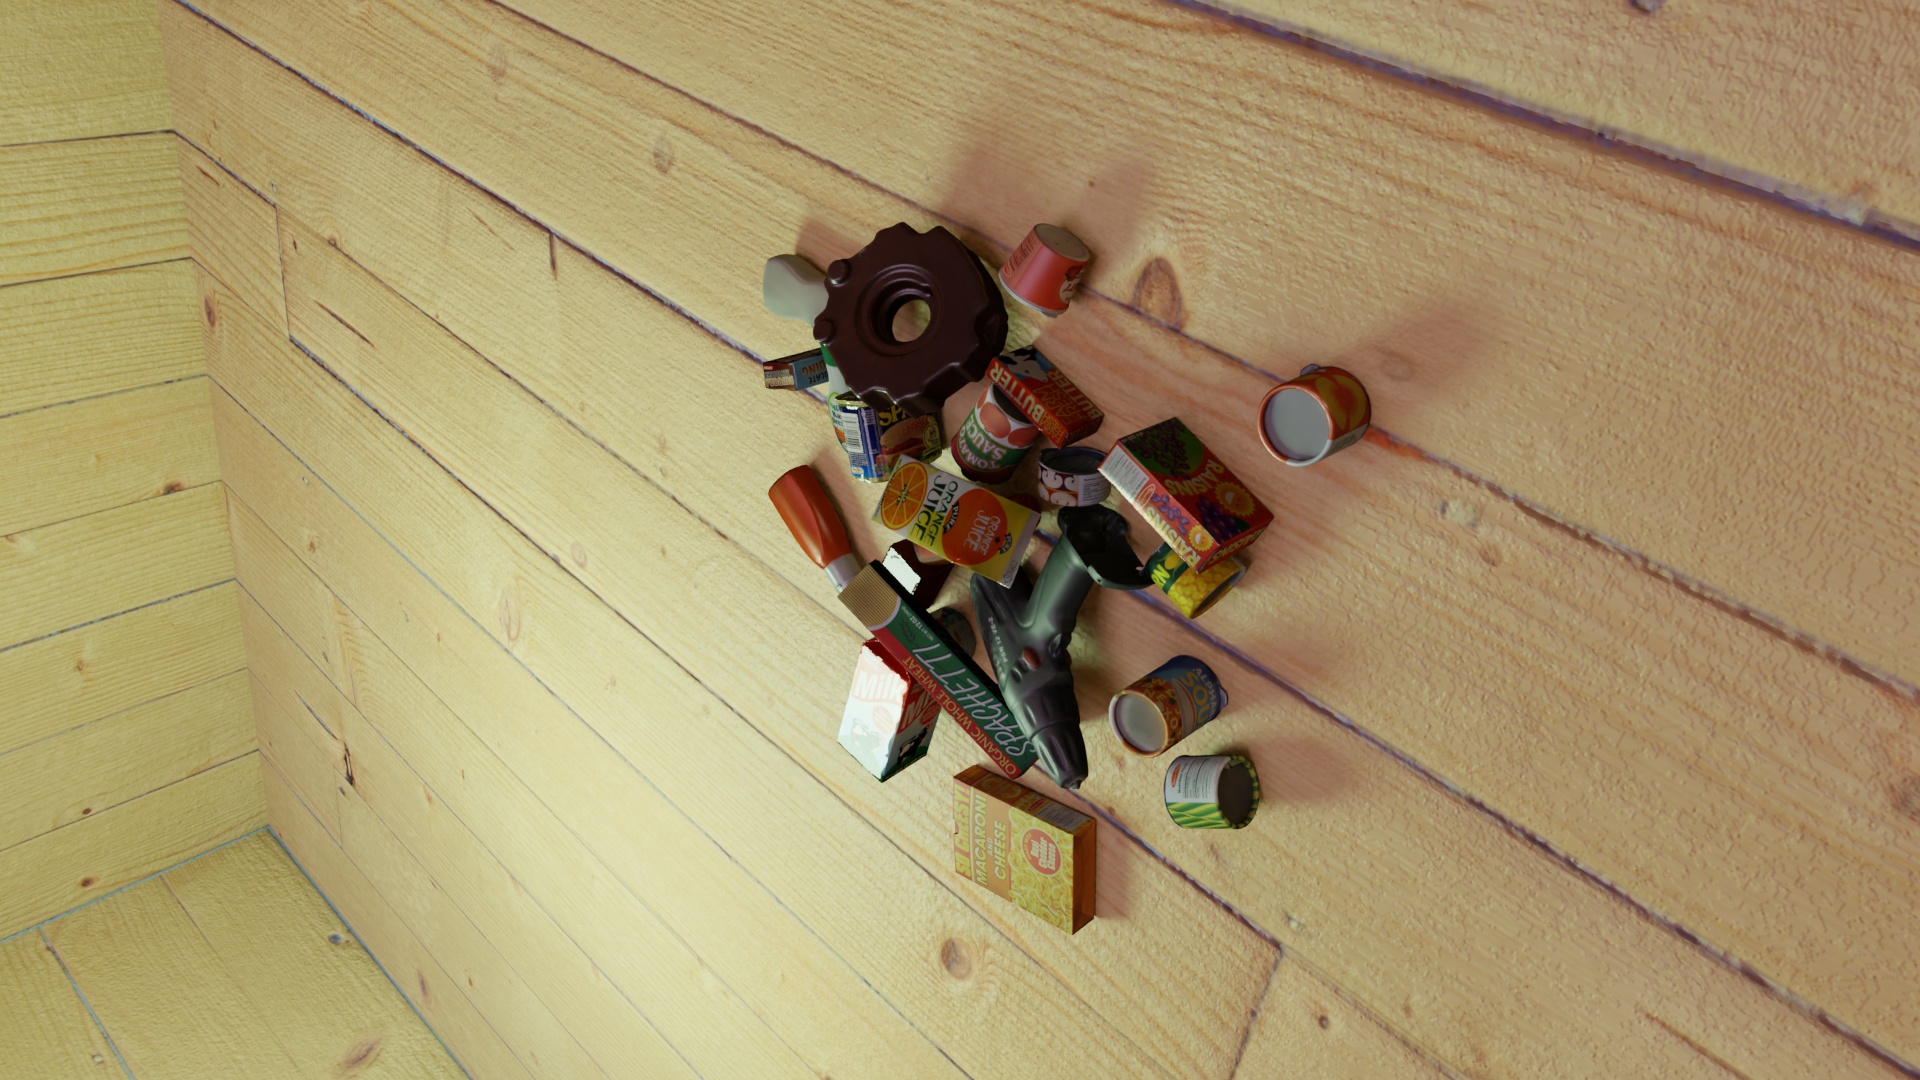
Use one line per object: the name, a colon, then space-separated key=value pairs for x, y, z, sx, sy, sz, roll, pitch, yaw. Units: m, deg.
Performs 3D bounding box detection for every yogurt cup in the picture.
yogurt cup: x=0.074 y=-0.234 z=1.191 sx=0.072 sy=0.072 sz=0.053 roll=47 pitch=126 yaw=20

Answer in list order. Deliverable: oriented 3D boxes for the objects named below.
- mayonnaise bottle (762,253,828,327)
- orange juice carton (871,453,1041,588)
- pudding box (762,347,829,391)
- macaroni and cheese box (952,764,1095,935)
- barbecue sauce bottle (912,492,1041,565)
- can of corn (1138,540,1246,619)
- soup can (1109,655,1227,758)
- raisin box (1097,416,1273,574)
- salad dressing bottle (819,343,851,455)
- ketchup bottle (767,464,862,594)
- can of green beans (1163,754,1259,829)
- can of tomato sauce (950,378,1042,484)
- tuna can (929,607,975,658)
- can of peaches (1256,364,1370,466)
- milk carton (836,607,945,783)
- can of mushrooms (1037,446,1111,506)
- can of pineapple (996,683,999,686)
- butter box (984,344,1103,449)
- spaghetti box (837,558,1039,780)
mayonnaise bottle: x=-0.140 y=-0.243 z=1.418 sx=0.148 sy=0.041 sz=0.064 roll=28 pitch=127 yaw=32
orange juice carton: x=0.005 y=-0.016 z=1.267 sx=0.193 sy=0.073 sz=0.072 roll=26 pitch=92 yaw=54
pudding box: x=-0.155 y=-0.177 z=1.429 sx=0.049 sy=0.084 sz=0.030 roll=10 pitch=114 yaw=43
macaroni and cheese box: x=0.064 y=0.322 z=1.458 sx=0.166 sy=0.040 sz=0.123 roll=17 pitch=118 yaw=39
barbecue sauce bottle: x=0.015 y=-0.016 z=1.356 sx=0.148 sy=0.044 sz=0.065 roll=-13 pitch=77 yaw=47
can of corn: x=0.197 y=0.026 z=1.175 sx=0.058 sy=0.071 sz=0.070 roll=49 pitch=135 yaw=18
soup can: x=0.184 y=0.147 z=1.230 sx=0.071 sy=0.084 sz=0.071 roll=20 pitch=120 yaw=38
raisin box: x=0.185 y=-0.039 z=1.146 sx=0.123 sy=0.086 sz=0.039 roll=48 pitch=133 yaw=19
salad dressing bottle: x=-0.110 y=-0.153 z=1.394 sx=0.064 sy=0.044 sz=0.147 roll=20 pitch=137 yaw=37
ketchup bottle: x=-0.155 y=-0.007 z=1.532 sx=0.149 sy=0.044 sz=0.064 roll=58 pitch=138 yaw=9
can of green beans: x=0.224 y=0.223 z=1.236 sx=0.057 sy=0.071 sz=0.071 roll=-11 pitch=99 yaw=46
can of tomato sauce: x=0.036 y=-0.102 z=1.279 sx=0.071 sy=0.071 sz=0.082 roll=51 pitch=135 yaw=16
tuna can: x=-0.020 y=0.105 z=1.454 sx=0.071 sy=0.033 sz=0.070 roll=20 pitch=121 yaw=38
can of peaches: x=0.268 y=-0.096 z=1.060 sx=0.071 sy=0.058 sz=0.071 roll=20 pitch=121 yaw=38
milk carton: x=-0.063 y=0.151 z=1.436 sx=0.073 sy=0.072 sz=0.189 roll=38 pitch=130 yaw=26
can of mushrooms: x=0.100 y=-0.058 z=1.238 sx=0.071 sy=0.071 sz=0.033 roll=21 pitch=123 yaw=38
can of pineapple: x=0.067 y=0.169 z=1.369 sx=0.071 sy=0.071 sz=0.057 roll=-3 pitch=106 yaw=46
butter box: x=0.075 y=-0.130 z=1.241 sx=0.104 sy=0.053 sz=0.024 roll=47 pitch=136 yaw=20
spaghetti box: x=-0.015 y=0.124 z=1.334 sx=0.250 sy=0.029 sz=0.050 roll=46 pitch=109 yaw=5
